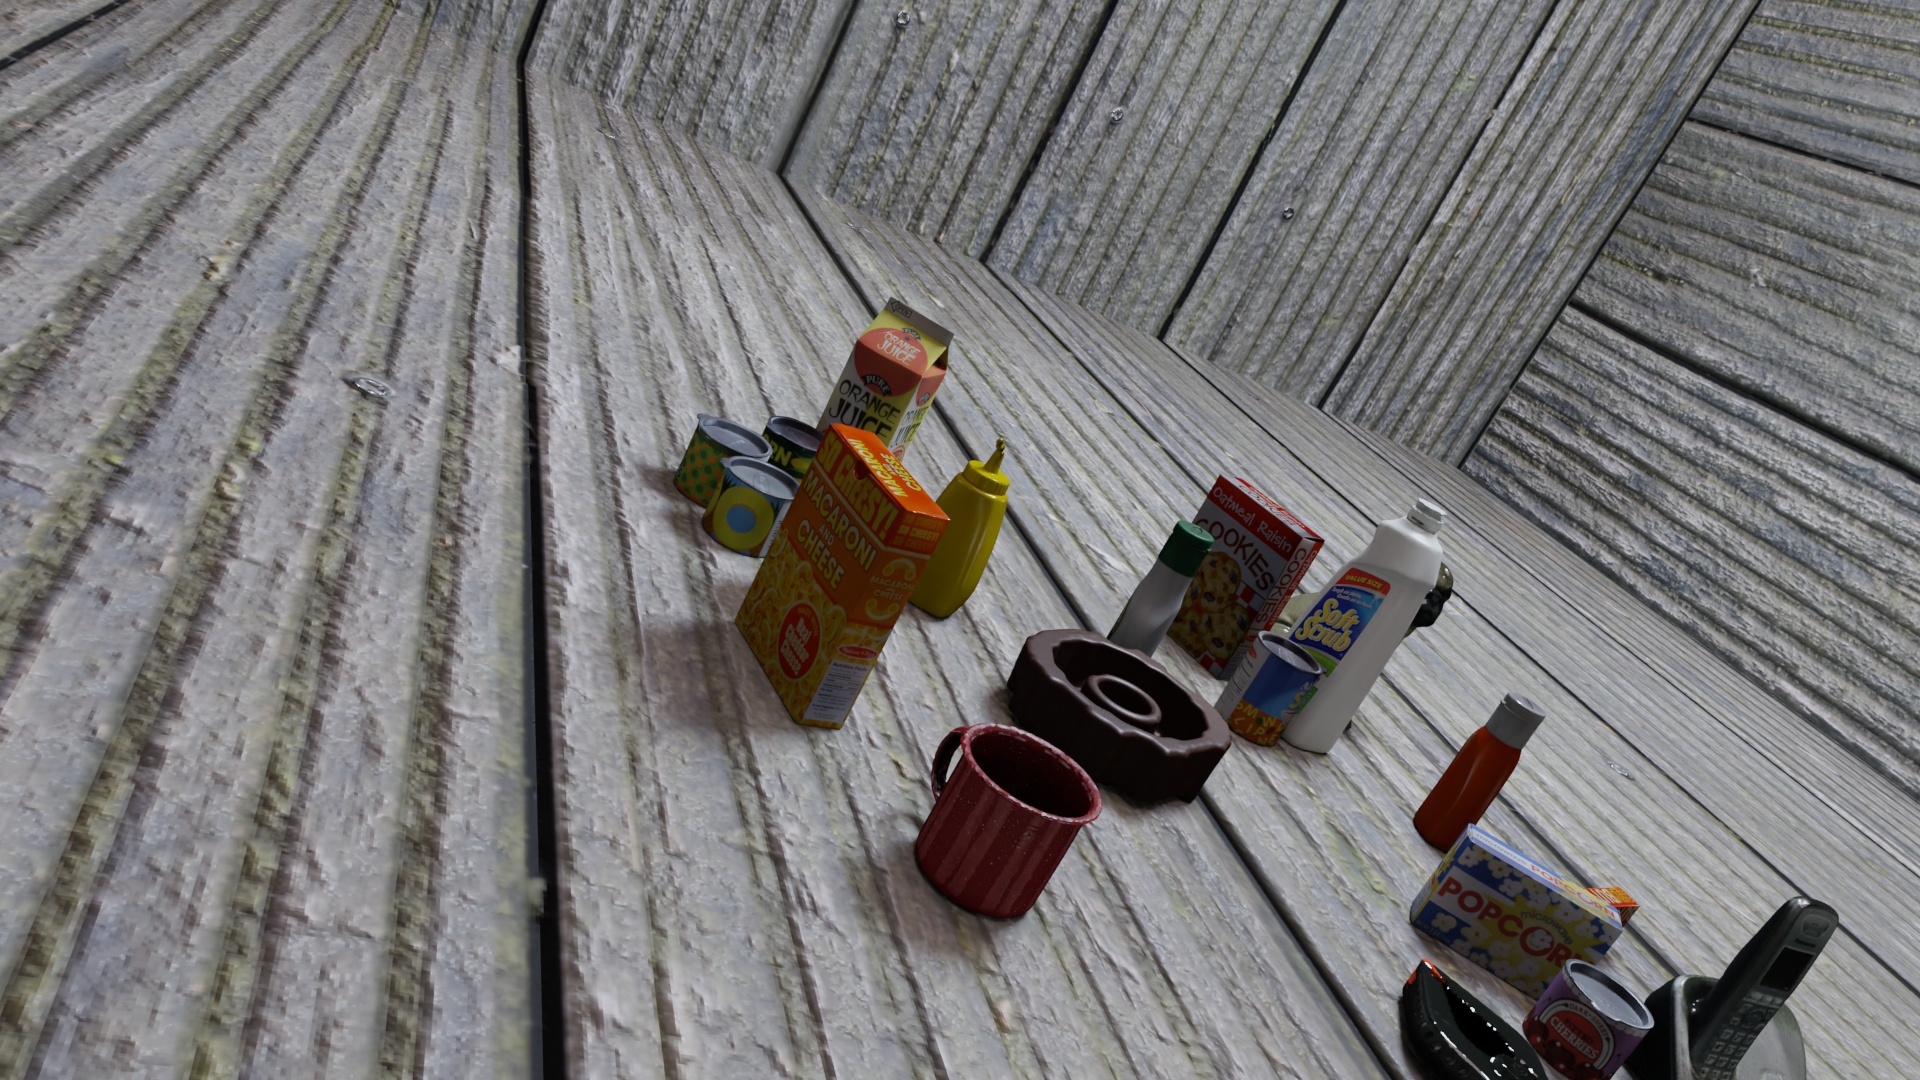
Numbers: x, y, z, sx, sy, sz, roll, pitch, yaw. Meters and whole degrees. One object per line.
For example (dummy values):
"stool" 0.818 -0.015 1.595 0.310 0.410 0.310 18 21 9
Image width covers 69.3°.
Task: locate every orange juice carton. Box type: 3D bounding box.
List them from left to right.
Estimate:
"orange juice carton" -0.076 -0.125 1.292 0.072 0.192 0.073 31 18 10

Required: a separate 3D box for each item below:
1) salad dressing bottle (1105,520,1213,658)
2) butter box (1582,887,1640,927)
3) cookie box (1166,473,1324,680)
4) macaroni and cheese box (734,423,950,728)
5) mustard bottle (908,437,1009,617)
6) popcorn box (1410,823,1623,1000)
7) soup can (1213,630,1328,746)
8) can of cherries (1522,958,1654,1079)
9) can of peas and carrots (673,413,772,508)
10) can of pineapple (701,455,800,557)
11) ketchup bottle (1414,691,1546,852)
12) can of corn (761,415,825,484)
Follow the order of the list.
"salad dressing bottle" 0.174 0.053 1.236 0.044 0.147 0.064 33 19 16
"butter box" 0.523 0.317 1.162 0.103 0.053 0.024 11 24 -40
"cookie box" 0.267 0.036 1.377 0.040 0.167 0.123 10 25 -42
"macaroni and cheese box" -0.084 0.022 0.932 0.040 0.166 0.124 13 23 -37
"mustard bottle" 0.004 -0.015 1.160 0.065 0.159 0.049 33 19 17
"popcorn box" 0.420 0.285 1.055 0.127 0.085 0.038 31 18 10
"soup can" 0.281 0.136 1.262 0.071 0.083 0.071 25 18 -9
"can of cherries" 0.440 0.341 0.978 0.071 0.058 0.072 25 19 -9
"can of peas and carrots" -0.202 -0.065 1.168 0.071 0.058 0.071 25 19 -9
"can of pineapple" -0.169 -0.028 1.118 0.071 0.057 0.071 25 19 -9
"ketchup bottle" 0.459 0.203 1.227 0.043 0.148 0.065 28 18 2
"can of corn" -0.156 -0.072 1.251 0.071 0.058 0.071 25 19 -9
